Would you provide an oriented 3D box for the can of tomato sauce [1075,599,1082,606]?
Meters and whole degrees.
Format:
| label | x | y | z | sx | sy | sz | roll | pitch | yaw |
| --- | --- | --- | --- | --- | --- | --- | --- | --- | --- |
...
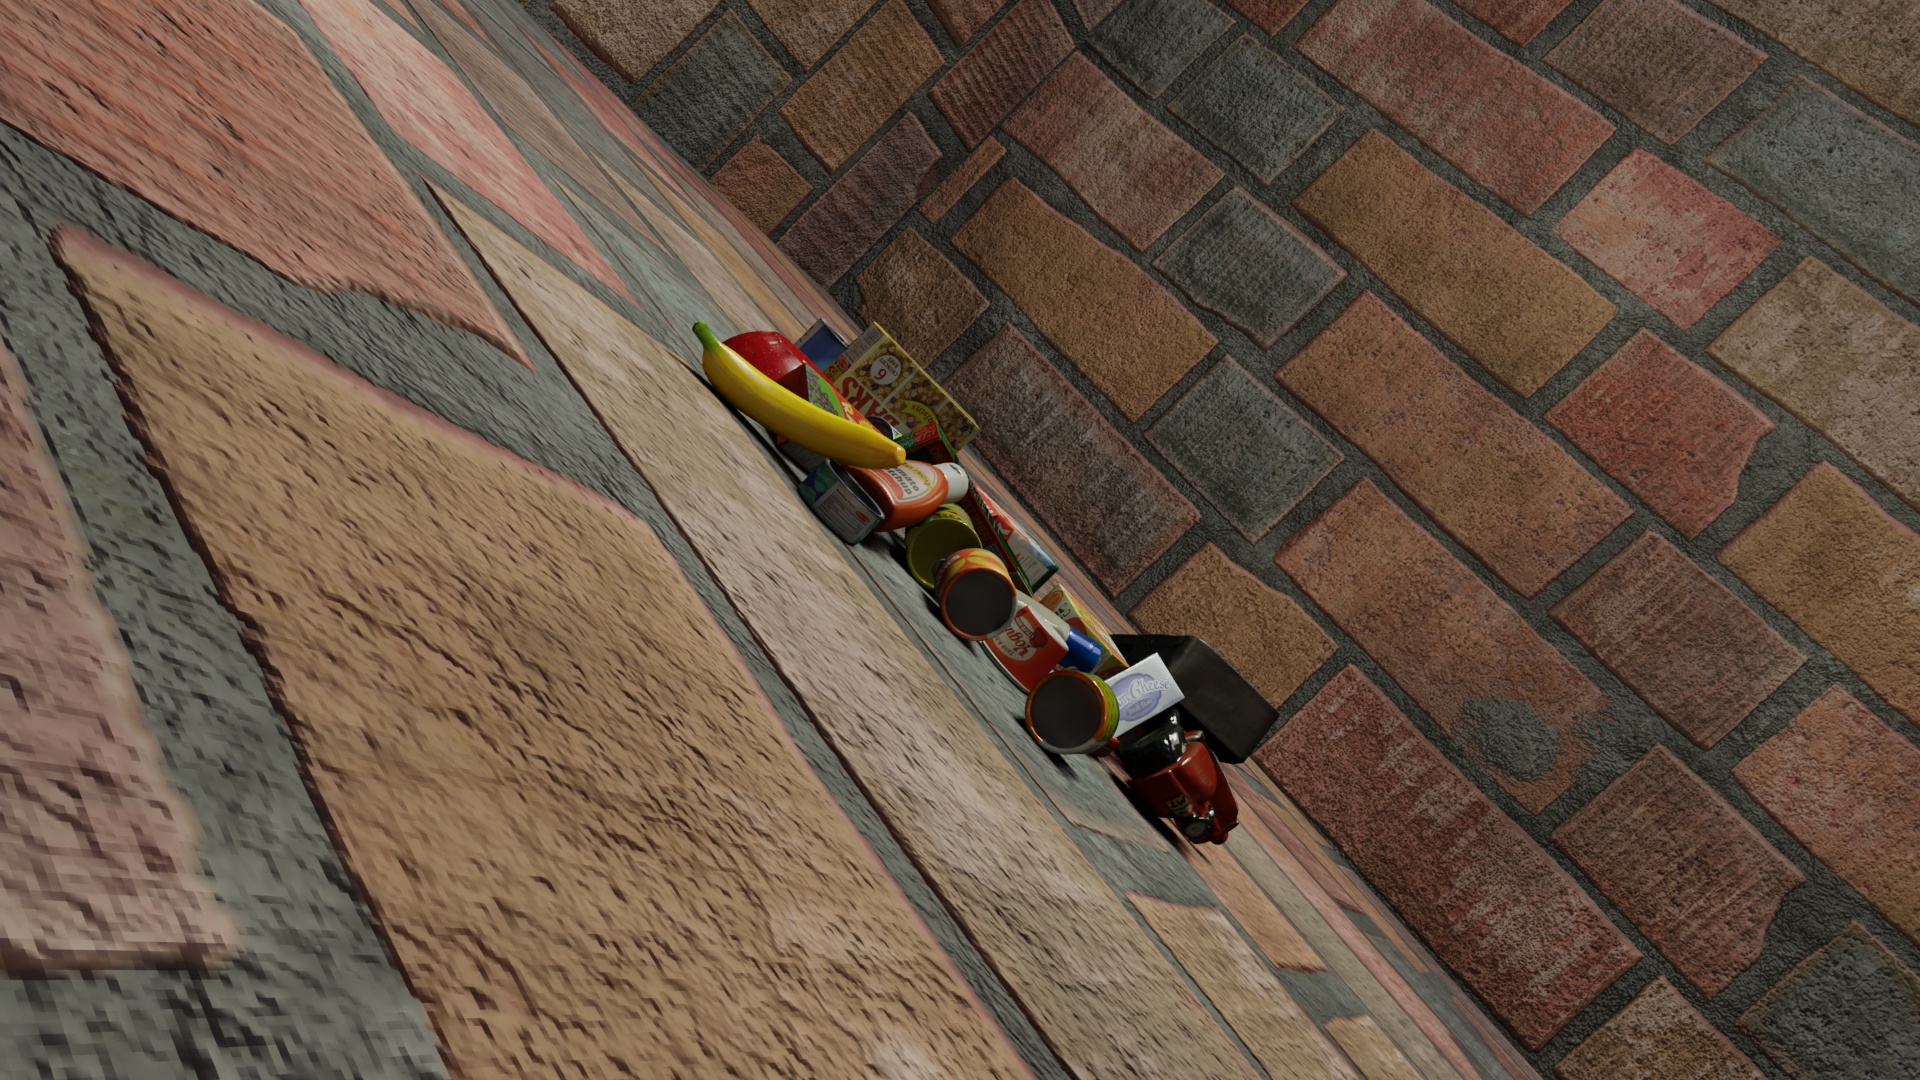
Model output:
| label | x | y | z | sx | sy | sz | roll | pitch | yaw |
| --- | --- | --- | --- | --- | --- | --- | --- | --- | --- |
| can of tomato sauce | 0.111 | 0.096 | 1.545 | 0.071 | 0.071 | 0.083 | 46 | 4 | -5 |

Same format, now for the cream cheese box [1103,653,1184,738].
| label | x | y | z | sx | sy | sz | roll | pitch | yaw |
| --- | --- | --- | --- | --- | --- | --- | --- | --- | --- |
| cream cheese box | 0.158 | 0.152 | 1.322 | 0.053 | 0.104 | 0.024 | 59 | -31 | 12 |

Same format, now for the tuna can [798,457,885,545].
| label | x | y | z | sx | sy | sz | roll | pitch | yaw |
| --- | --- | --- | --- | --- | --- | --- | --- | --- | --- |
| tuna can | -0.094 | -0.031 | 1.089 | 0.071 | 0.033 | 0.071 | 46 | 5 | -5 |

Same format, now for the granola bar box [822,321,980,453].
| label | x | y | z | sx | sy | sz | roll | pitch | yaw |
| --- | --- | --- | --- | --- | --- | --- | --- | --- | --- |
| granola bar box | -0.077 | -0.129 | 1.443 | 0.165 | 0.124 | 0.039 | 43 | 6 | -37 |

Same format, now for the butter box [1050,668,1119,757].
| label | x | y | z | sx | sy | sz | roll | pitch | yaw |
| --- | --- | --- | --- | --- | --- | --- | --- | --- | --- |
| butter box | 0.098 | 0.152 | 1.266 | 0.104 | 0.024 | 0.053 | 49 | 6 | 26 |

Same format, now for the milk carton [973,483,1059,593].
| label | x | y | z | sx | sy | sz | roll | pitch | yaw |
| --- | --- | --- | --- | --- | --- | --- | --- | --- | --- |
| milk carton | 0.028 | -0.003 | 1.597 | 0.190 | 0.073 | 0.072 | 40 | 9 | -49 |

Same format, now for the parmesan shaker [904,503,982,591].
| label | x | y | z | sx | sy | sz | roll | pitch | yaw |
| --- | --- | --- | --- | --- | --- | --- | --- | --- | --- |
| parmesan shaker | -0.019 | 0.001 | 1.252 | 0.071 | 0.071 | 0.103 | 45 | 5 | -11 |

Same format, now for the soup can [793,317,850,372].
| label | x | y | z | sx | sy | sz | roll | pitch | yaw |
| --- | --- | --- | --- | --- | --- | --- | --- | --- | --- |
| soup can | -0.152 | -0.182 | 1.473 | 0.071 | 0.083 | 0.071 | 46 | 5 | -6 |

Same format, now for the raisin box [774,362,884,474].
| label | x | y | z | sx | sy | sz | roll | pitch | yaw |
| --- | --- | --- | --- | --- | --- | --- | --- | --- | --- |
| raisin box | -0.109 | -0.085 | 1.215 | 0.123 | 0.040 | 0.086 | 42 | 25 | -40 |

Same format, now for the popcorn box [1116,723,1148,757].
| label | x | y | z | sx | sy | sz | roll | pitch | yaw |
| --- | --- | --- | --- | --- | --- | --- | --- | --- | --- |
| popcorn box | 0.210 | 0.236 | 1.432 | 0.126 | 0.038 | 0.085 | 45 | 4 | -13 |

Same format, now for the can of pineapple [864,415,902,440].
| label | x | y | z | sx | sy | sz | roll | pitch | yaw |
| --- | --- | --- | --- | --- | --- | --- | --- | --- | --- |
| can of pineapple | -0.082 | -0.081 | 1.381 | 0.071 | 0.071 | 0.057 | 50 | 6 | 34 |

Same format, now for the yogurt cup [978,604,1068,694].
| label | x | y | z | sx | sy | sz | roll | pitch | yaw |
| --- | --- | --- | --- | --- | --- | --- | --- | --- | --- |
| yogurt cup | 0.058 | 0.094 | 1.228 | 0.072 | 0.054 | 0.072 | 47 | 5 | -5 |

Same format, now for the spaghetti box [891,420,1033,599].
| label | x | y | z | sx | sy | sz | roll | pitch | yaw |
| --- | --- | --- | --- | --- | --- | --- | --- | --- | --- |
| spaghetti box | 0.005 | -0.017 | 1.348 | 0.029 | 0.050 | 0.249 | -104 | 167 | -46 |

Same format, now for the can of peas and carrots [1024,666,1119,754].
| label | x | y | z | sx | sy | sz | roll | pitch | yaw |
| --- | --- | --- | --- | --- | --- | --- | --- | --- | --- |
| can of peas and carrots | 0.088 | 0.133 | 1.092 | 0.071 | 0.071 | 0.058 | 48 | 6 | 16 |

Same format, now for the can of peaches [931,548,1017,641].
| label | x | y | z | sx | sy | sz | roll | pitch | yaw |
| --- | --- | --- | --- | --- | --- | --- | --- | --- | --- |
| can of peaches | 0.011 | 0.045 | 1.171 | 0.071 | 0.071 | 0.058 | 45 | 6 | -15 |

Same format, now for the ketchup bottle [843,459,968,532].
| label | x | y | z | sx | sy | sz | roll | pitch | yaw |
| --- | --- | --- | --- | --- | --- | --- | --- | --- | --- |
| ketchup bottle | -0.045 | -0.043 | 1.188 | 0.065 | 0.043 | 0.149 | 42 | 25 | 18 |

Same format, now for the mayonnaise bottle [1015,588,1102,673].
| label | x | y | z | sx | sy | sz | roll | pitch | yaw |
| --- | --- | --- | --- | --- | --- | --- | --- | --- | --- |
| mayonnaise bottle | 0.061 | 0.076 | 1.288 | 0.148 | 0.041 | 0.065 | 32 | 9 | -9 |

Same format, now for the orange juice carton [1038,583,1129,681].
| label | x | y | z | sx | sy | sz | roll | pitch | yaw |
| --- | --- | --- | --- | --- | --- | --- | --- | --- | --- |
| orange juice carton | 0.112 | 0.113 | 1.405 | 0.073 | 0.072 | 0.193 | 45 | 5 | -11 |
